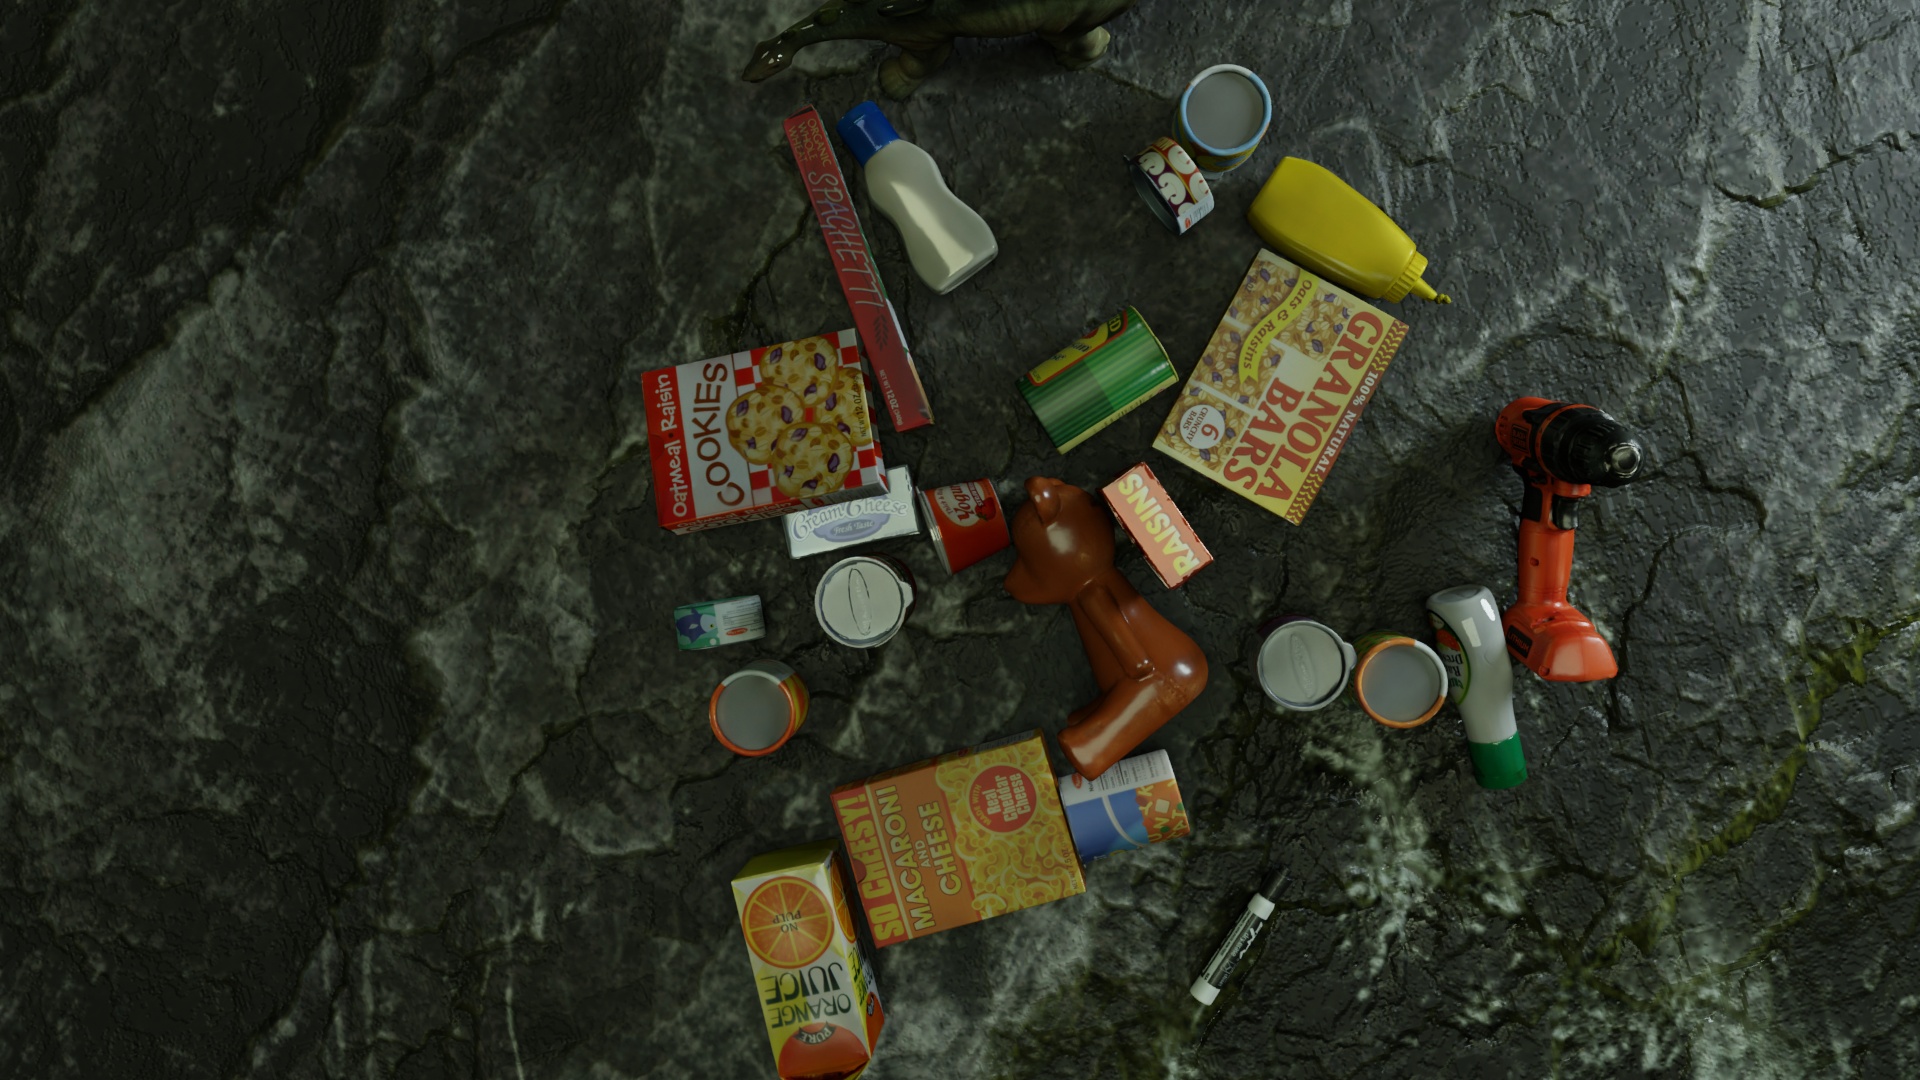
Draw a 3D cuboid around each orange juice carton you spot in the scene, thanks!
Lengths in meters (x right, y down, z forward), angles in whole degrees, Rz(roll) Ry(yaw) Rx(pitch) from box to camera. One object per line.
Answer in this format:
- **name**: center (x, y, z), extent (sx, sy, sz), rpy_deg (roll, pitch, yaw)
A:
- **orange juice carton**: center (-0.109, 0.332, 1.048), extent (0.073, 0.072, 0.192), rpy_deg (-14, 91, 5)

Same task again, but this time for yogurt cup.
- **yogurt cup**: center (0.004, -0.013, 1.034), extent (0.054, 0.072, 0.072), rpy_deg (-20, 91, -4)

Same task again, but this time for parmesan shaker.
- **parmesan shaker**: center (0.099, -0.117, 1.019), extent (0.103, 0.071, 0.071), rpy_deg (-32, 90, 4)

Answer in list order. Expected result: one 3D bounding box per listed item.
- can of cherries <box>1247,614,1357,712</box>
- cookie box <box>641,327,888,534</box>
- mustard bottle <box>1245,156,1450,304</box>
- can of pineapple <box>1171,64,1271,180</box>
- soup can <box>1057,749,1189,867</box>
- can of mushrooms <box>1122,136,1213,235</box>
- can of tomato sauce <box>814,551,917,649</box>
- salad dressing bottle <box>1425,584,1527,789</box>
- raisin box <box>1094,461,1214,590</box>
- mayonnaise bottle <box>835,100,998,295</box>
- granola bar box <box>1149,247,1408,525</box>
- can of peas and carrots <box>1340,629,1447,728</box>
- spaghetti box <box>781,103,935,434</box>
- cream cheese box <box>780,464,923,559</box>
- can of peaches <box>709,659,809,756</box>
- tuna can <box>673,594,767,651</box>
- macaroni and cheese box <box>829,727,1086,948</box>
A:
- **can of cherries**: center (0.250, 0.089, 1.023), extent (0.071, 0.058, 0.071), rpy_deg (0, 91, 4)
- **cookie box**: center (-0.147, -0.081, 1.039), extent (0.167, 0.040, 0.123), rpy_deg (-11, 77, 4)
- **mustard bottle**: center (0.288, -0.215, 1.015), extent (0.160, 0.049, 0.065), rpy_deg (35, 94, 1)
- **can of pineapple**: center (0.190, -0.305, 1.014), extent (0.071, 0.058, 0.071), rpy_deg (0, 92, 4)
- **soup can**: center (0.122, 0.200, 1.032), extent (0.084, 0.071, 0.071), rpy_deg (-16, 91, 4)
- **can of mushrooms**: center (0.152, -0.261, 1.014), extent (0.033, 0.071, 0.071), rpy_deg (-36, 90, 4)
- **can of tomato sauce**: center (-0.067, 0.042, 1.030), extent (0.071, 0.083, 0.071), rpy_deg (0, 92, 4)
- **salad dressing bottle**: center (0.380, 0.108, 1.016), extent (0.044, 0.064, 0.147), rpy_deg (-18, 98, -5)
- **raisin box**: center (0.136, -0.013, 0.995), extent (0.040, 0.123, 0.086), rpy_deg (-35, 90, 4)
- **mayonnaise bottle**: center (-0.036, -0.259, 1.040), extent (0.065, 0.041, 0.148), rpy_deg (-36, 88, 3)
- **granola bar box**: center (0.234, -0.112, 1.027), extent (0.124, 0.039, 0.165), rpy_deg (29, 93, 3)
- **can of peas and carrots**: center (0.315, 0.102, 1.019), extent (0.071, 0.059, 0.071), rpy_deg (0, 92, 4)
- **spaghetti box**: center (-0.075, -0.200, 1.039), extent (0.029, 0.050, 0.250), rpy_deg (-21, 90, 3)
- **cream cheese box**: center (-0.084, -0.021, 1.058), extent (0.104, 0.024, 0.053), rpy_deg (-12, 90, 4)
- **can of peaches**: center (-0.151, 0.129, 1.051), extent (0.071, 0.058, 0.071), rpy_deg (0, 92, 4)
- **tuna can**: center (-0.183, 0.062, 1.049), extent (0.071, 0.071, 0.033), rpy_deg (-9, 91, 4)
- **macaroni and cheese box**: center (-0.001, 0.225, 1.053), extent (0.166, 0.040, 0.123), rpy_deg (-17, 90, 4)
